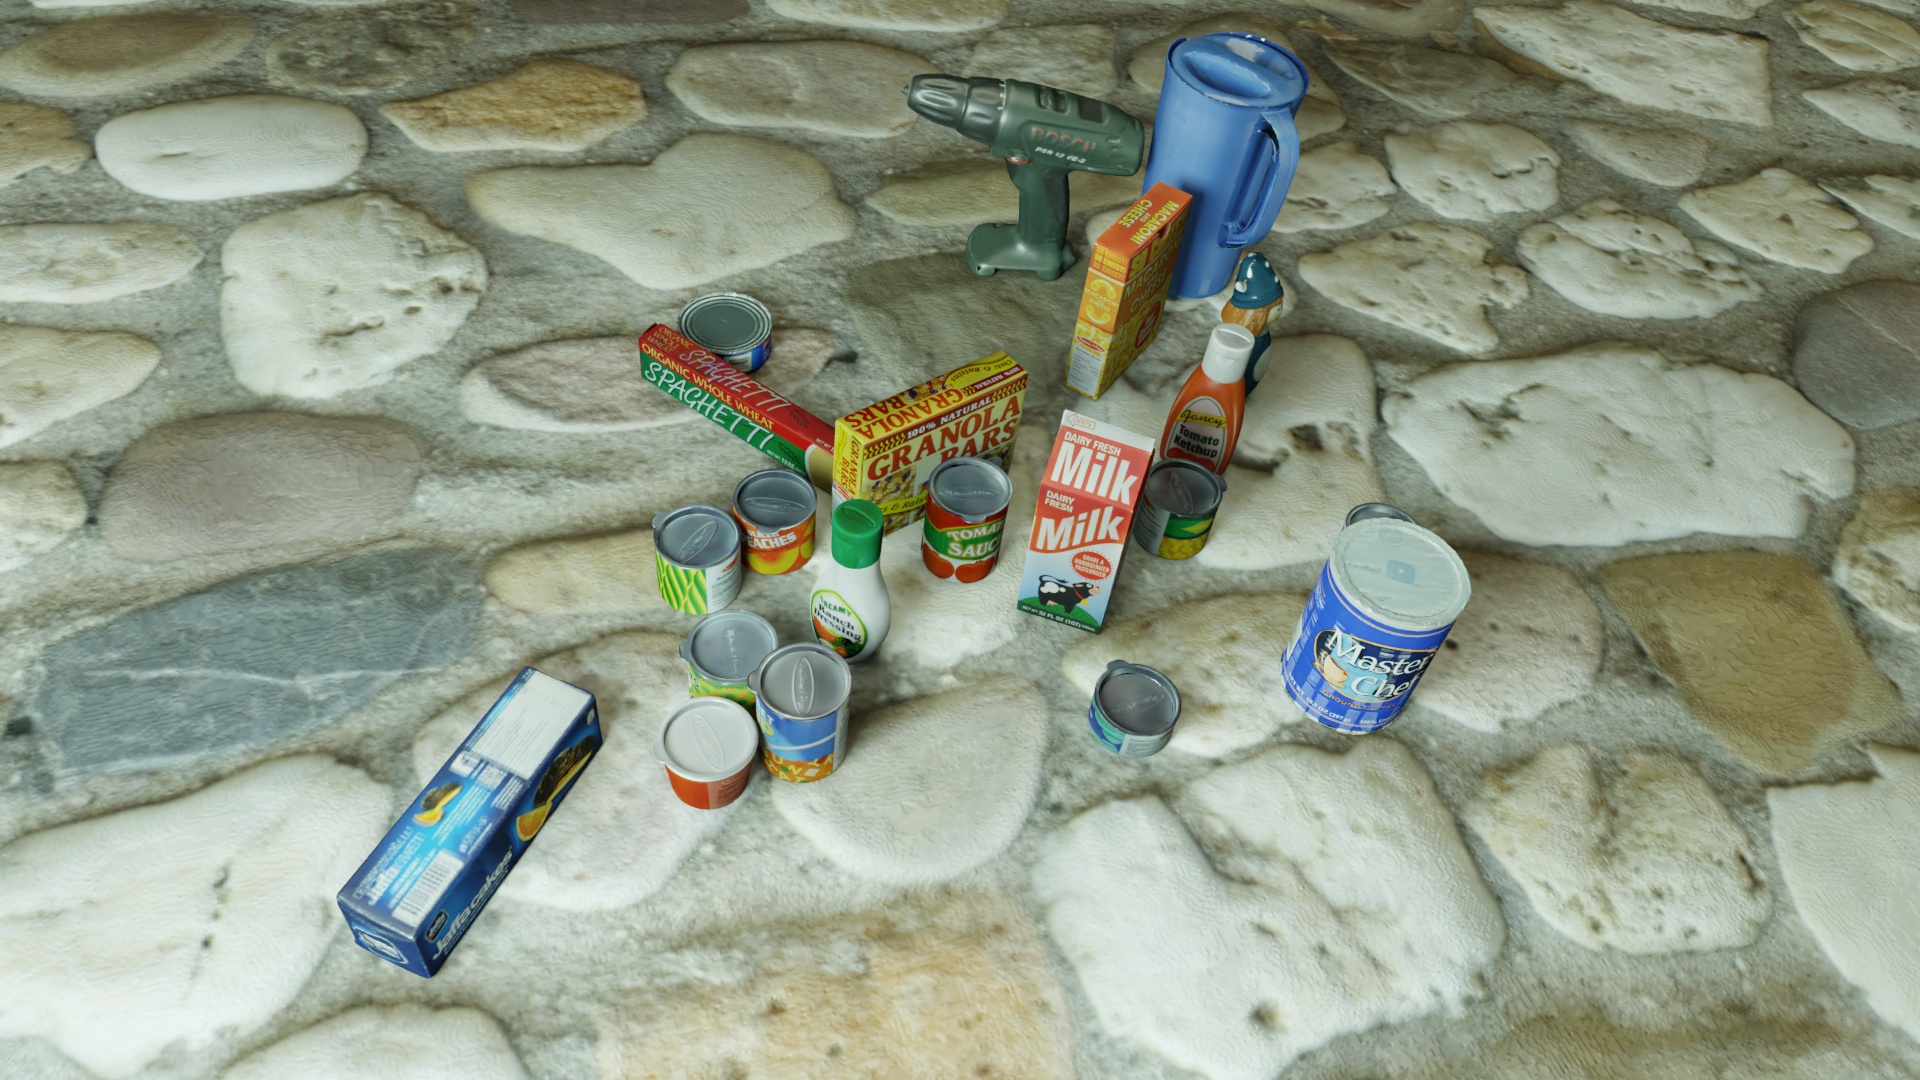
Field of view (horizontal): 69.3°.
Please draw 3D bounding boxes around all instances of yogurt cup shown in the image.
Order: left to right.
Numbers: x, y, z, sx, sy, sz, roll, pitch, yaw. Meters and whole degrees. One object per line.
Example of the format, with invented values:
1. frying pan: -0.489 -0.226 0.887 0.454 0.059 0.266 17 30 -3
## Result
1. yogurt cup: -0.175 0.150 0.966 0.072 0.053 0.073 4 48 -5

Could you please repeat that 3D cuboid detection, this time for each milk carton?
1. milk carton: 0.098 -0.021 1.067 0.072 0.189 0.074 18 49 8

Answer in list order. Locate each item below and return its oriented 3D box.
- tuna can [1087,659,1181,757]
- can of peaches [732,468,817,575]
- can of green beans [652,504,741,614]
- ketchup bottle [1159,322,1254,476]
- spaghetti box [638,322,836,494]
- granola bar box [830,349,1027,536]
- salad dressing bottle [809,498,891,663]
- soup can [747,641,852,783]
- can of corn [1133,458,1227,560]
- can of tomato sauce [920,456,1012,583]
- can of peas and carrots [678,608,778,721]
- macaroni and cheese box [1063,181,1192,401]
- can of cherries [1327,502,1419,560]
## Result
1. tuna can: 0.129 0.126 1.046 0.071 0.032 0.071 4 48 -5
2. can of peaches: -0.149 -0.013 1.112 0.071 0.057 0.071 4 48 -5
3. can of green beans: -0.204 0.015 1.080 0.071 0.057 0.071 4 48 -5
4. ketchup bottle: 0.218 -0.121 1.202 0.065 0.148 0.044 22 49 11
5. spaghetti box: -0.179 -0.110 1.200 0.250 0.049 0.029 31 52 19
6. granola bar box: -0.026 -0.074 1.141 0.166 0.123 0.039 -27 57 -28
7. salad dressing bottle: -0.079 0.031 1.024 0.064 0.146 0.044 31 52 18
8. soup can: -0.114 0.122 0.980 0.071 0.083 0.072 4 48 -5
9. can of corn: 0.185 -0.026 1.173 0.071 0.058 0.071 4 48 -5
10. can of tomato sauce: 0.004 -0.014 1.119 0.071 0.082 0.071 4 48 -5
11. can of peas and carrots: -0.168 0.094 1.014 0.071 0.058 0.071 4 48 -5
12. macaroni and cheese box: 0.154 -0.228 1.275 0.040 0.165 0.124 29 51 17
13. can of cherries: 0.345 0.013 1.162 0.071 0.058 0.072 4 48 -5
